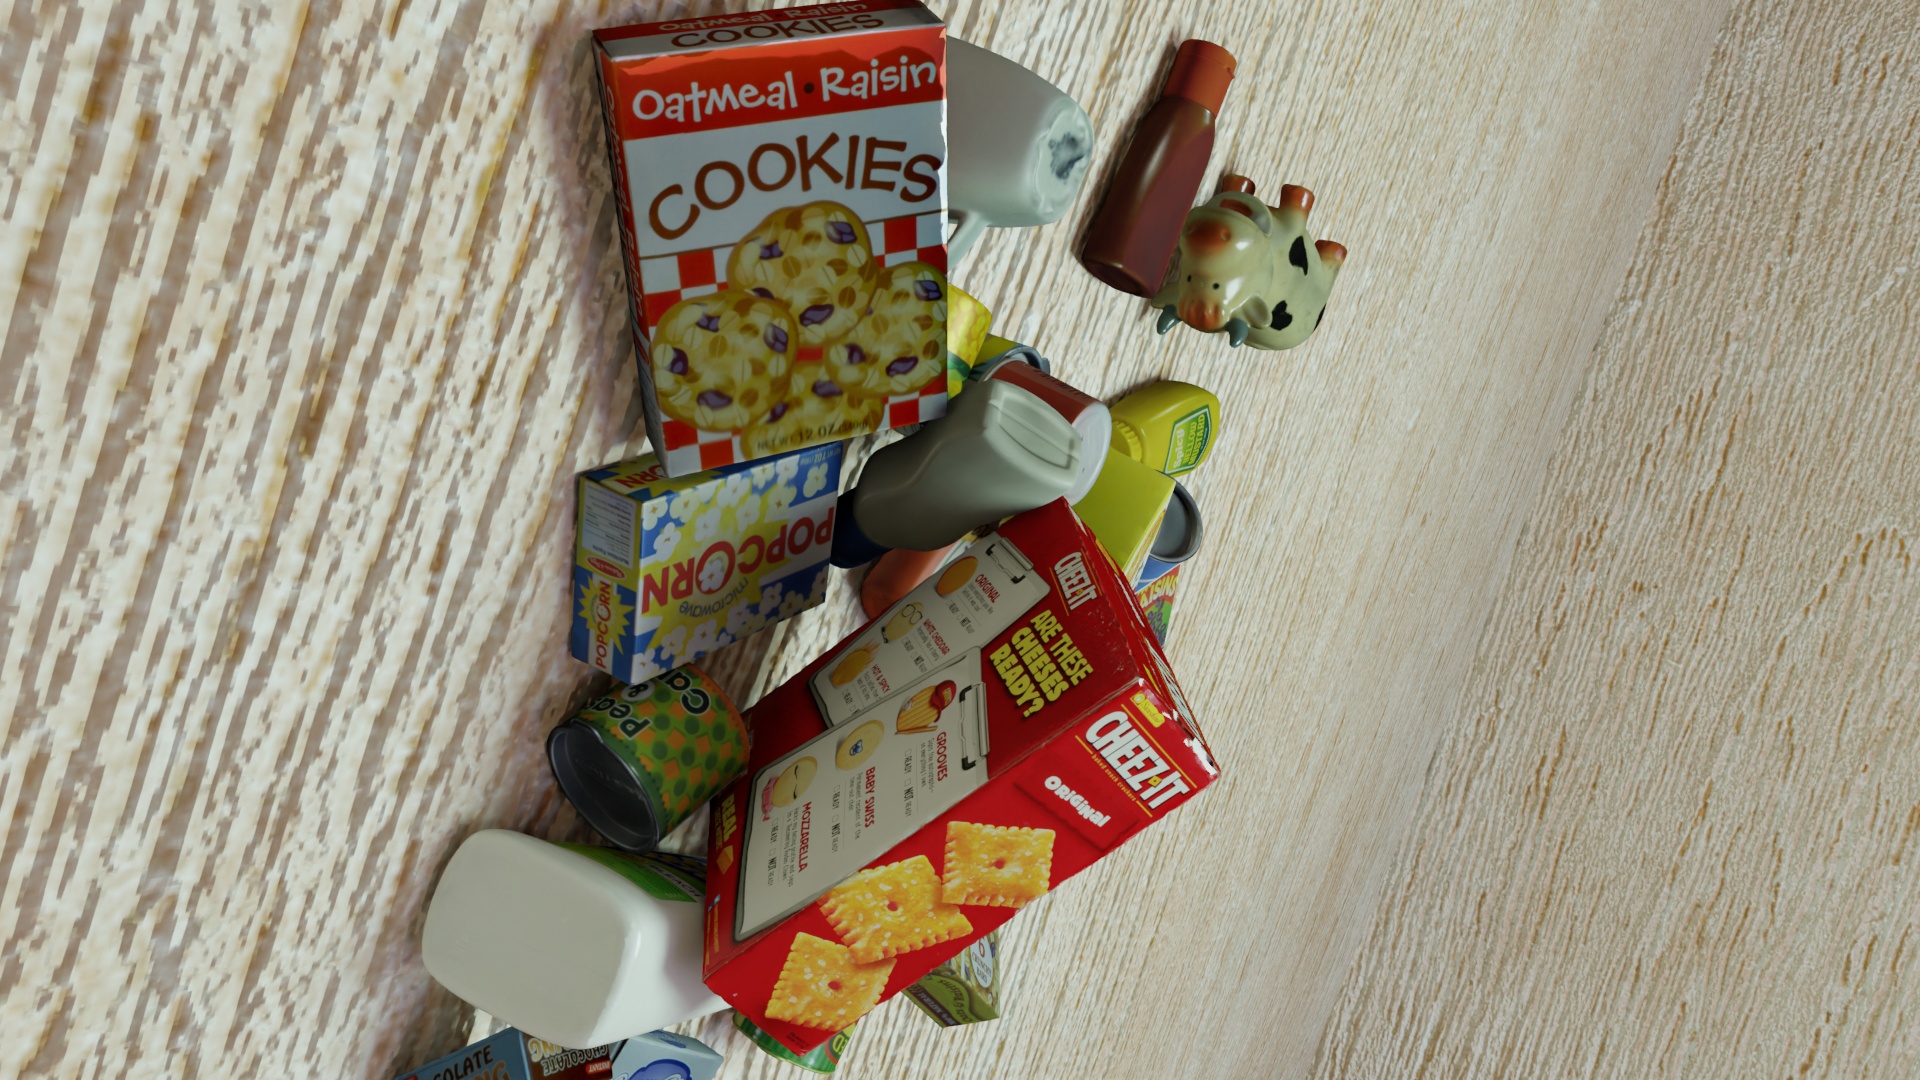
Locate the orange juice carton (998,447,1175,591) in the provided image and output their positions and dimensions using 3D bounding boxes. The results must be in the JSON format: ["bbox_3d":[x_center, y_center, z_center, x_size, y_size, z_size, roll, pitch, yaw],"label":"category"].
[{"bbox_3d":[0.065,0.018,0.817,0.073,0.072,0.192,-57,169,-22],"label":"orange juice carton"}]

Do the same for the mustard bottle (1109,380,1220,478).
[{"bbox_3d":[0.122,-0.067,0.935,0.161,0.049,0.065,-24,128,-51],"label":"mustard bottle"}]

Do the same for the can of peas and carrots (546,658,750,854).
[{"bbox_3d":[-0.134,0.089,0.599,0.059,0.071,0.070,-39,141,-42],"label":"can of peas and carrots"}]

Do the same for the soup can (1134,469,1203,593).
[{"bbox_3d":[0.104,-0.001,0.902,0.072,0.071,0.083,-41,180,-38],"label":"soup can"}]

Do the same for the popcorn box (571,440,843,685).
[{"bbox_3d":[-0.108,0.001,0.610,0.127,0.038,0.084,-23,129,-51],"label":"popcorn box"}]

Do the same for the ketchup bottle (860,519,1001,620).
[{"bbox_3d":[0.003,-0.010,0.782,0.149,0.043,0.064,-53,153,-25],"label":"ketchup bottle"}]

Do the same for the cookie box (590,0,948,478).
[{"bbox_3d":[-0.068,-0.117,0.540,0.123,0.040,0.166,-14,127,-19],"label":"cookie box"}]

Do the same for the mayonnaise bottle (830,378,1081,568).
[{"bbox_3d":[-0.014,-0.025,0.650,0.064,0.147,0.041,30,54,-30],"label":"mayonnaise bottle"}]

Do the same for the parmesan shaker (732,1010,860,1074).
[{"bbox_3d":[-0.077,0.242,0.796,0.103,0.071,0.071,-62,151,-9],"label":"parmesan shaker"}]

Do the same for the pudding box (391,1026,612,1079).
[{"bbox_3d":[-0.195,0.227,0.583,0.083,0.030,0.049,-27,157,19],"label":"pudding box"}]

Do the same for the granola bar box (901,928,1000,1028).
[{"bbox_3d":[-0.027,0.174,0.758,0.165,0.039,0.125,57,22,-44],"label":"granola bar box"}]

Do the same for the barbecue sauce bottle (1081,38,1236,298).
[{"bbox_3d":[0.122,-0.224,0.832,0.065,0.044,0.148,23,89,-61],"label":"barbecue sauce bottle"}]

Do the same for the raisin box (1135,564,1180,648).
[{"bbox_3d":[0.125,0.037,1.022,0.086,0.040,0.122,-27,131,-48],"label":"raisin box"}]

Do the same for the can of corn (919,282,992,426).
[{"bbox_3d":[-0.024,-0.092,0.656,0.071,0.071,0.058,29,84,-61],"label":"can of corn"}]

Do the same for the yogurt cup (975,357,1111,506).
[{"bbox_3d":[0.038,-0.050,0.678,0.073,0.054,0.072,-40,142,-41],"label":"yogurt cup"}]

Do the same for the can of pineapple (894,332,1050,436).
[{"bbox_3d":[0.004,-0.077,0.721,0.071,0.058,0.070,-39,141,-41],"label":"can of pineapple"}]

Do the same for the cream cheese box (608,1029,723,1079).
[{"bbox_3d":[-0.167,0.281,0.720,0.053,0.024,0.103,-60,150,-14],"label":"cream cheese box"}]
